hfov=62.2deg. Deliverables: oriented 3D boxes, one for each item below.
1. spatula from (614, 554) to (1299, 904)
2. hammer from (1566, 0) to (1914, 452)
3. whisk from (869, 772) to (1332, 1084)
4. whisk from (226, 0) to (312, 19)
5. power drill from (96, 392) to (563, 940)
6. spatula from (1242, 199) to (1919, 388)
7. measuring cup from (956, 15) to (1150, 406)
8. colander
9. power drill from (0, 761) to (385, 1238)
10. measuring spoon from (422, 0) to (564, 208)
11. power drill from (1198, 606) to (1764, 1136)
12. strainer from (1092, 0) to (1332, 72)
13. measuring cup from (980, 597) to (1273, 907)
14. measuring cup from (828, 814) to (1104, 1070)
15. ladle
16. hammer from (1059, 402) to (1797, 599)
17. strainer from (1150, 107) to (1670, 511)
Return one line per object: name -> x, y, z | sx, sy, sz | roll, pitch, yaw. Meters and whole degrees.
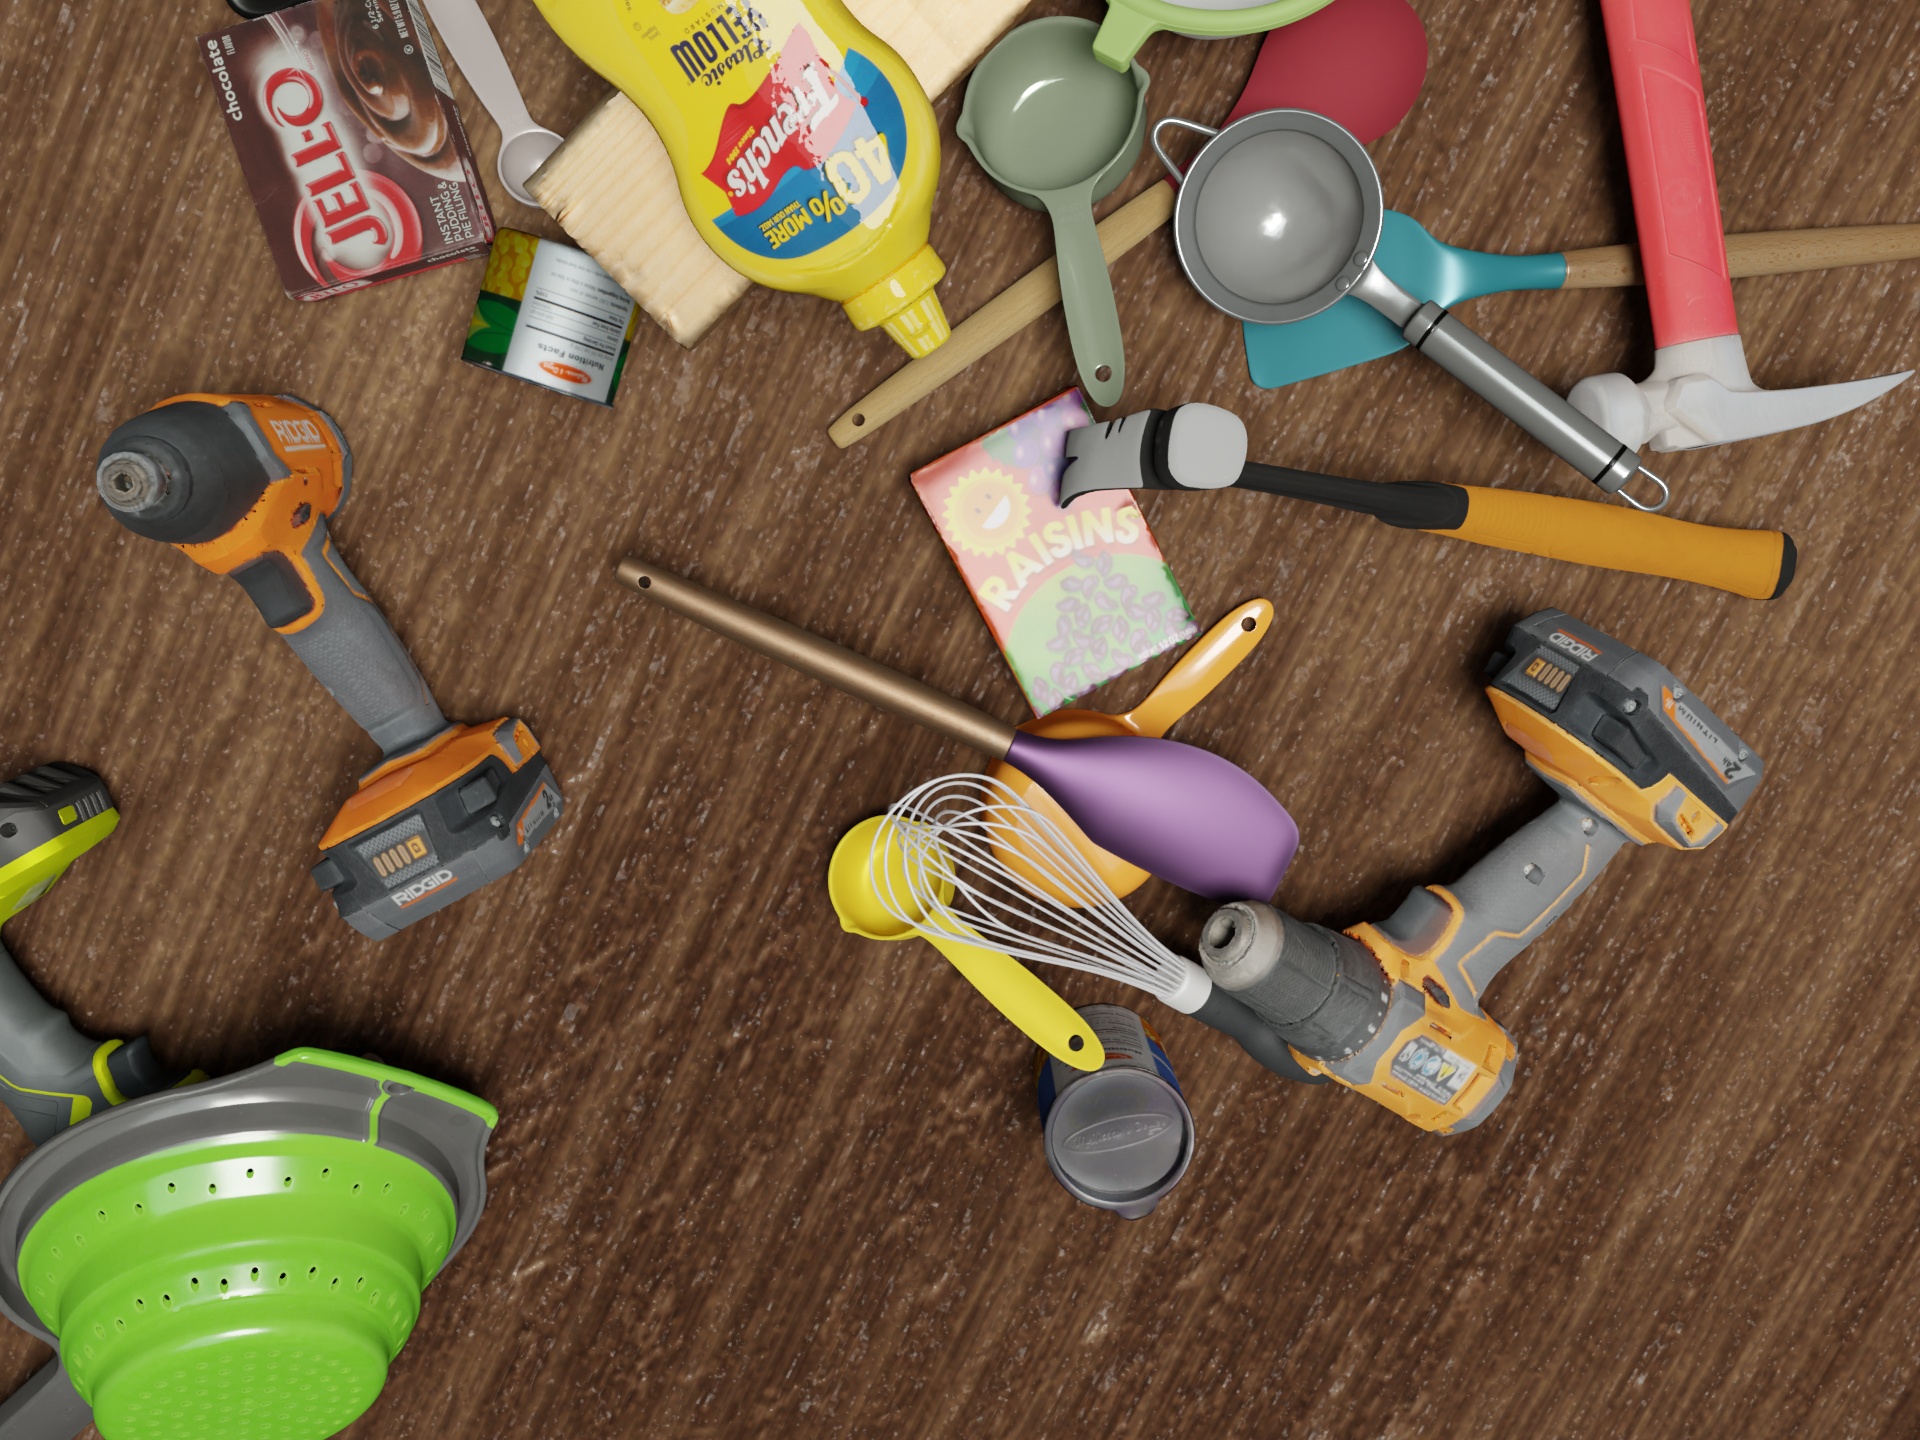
spatula -> -0.001, -0.002, 0.684 | 0.316, 0.018, 0.060 | 24, 99, -2
hammer -> 0.298, -0.309, 0.663 | 0.143, 0.038, 0.386 | -11, 93, -7
whisk -> 0.074, 0.104, 0.695 | 0.284, 0.070, 0.070 | 33, 98, -30
whisk -> -0.176, -0.352, 0.645 | 0.296, 0.073, 0.073 | -18, 99, 14
power drill -> -0.261, -0.029, 0.653 | 0.084, 0.164, 0.226 | -28, 100, 3
spatula -> 0.285, -0.202, 0.706 | 0.317, 0.044, 0.082 | -5, 97, -5
measuring cup -> 0.050, -0.210, 0.674 | 0.083, 0.038, 0.167 | -11, 85, 13
colander -> -0.364, 0.301, 0.704 | 0.397, 0.095, 0.204 | -41, 134, 17
power drill -> -0.389, 0.139, 0.721 | 0.190, 0.080, 0.228 | -29, 101, 5
measuring spoon -> -0.205, -0.278, 0.691 | 0.034, 0.018, 0.124 | -28, 92, -13
power drill -> 0.219, 0.064, 0.691 | 0.185, 0.084, 0.226 | 31, 99, -33
strainer -> 0.161, -0.350, 0.648 | 0.256, 0.069, 0.151 | -11, 83, 5
measuring cup -> 0.082, 0.011, 0.719 | 0.095, 0.052, 0.173 | 43, 98, -7
measuring cup -> 0.006, 0.103, 0.716 | 0.157, 0.029, 0.062 | 39, 94, 19
ladle -> 0.071, -0.217, 0.699 | 0.315, 0.031, 0.069 | -35, 95, 6
hammer -> 0.210, -0.087, 0.675 | 0.336, 0.127, 0.034 | 6, 93, -19
strainer -> 0.185, -0.168, 0.660 | 0.258, 0.050, 0.087 | 40, 112, 9
